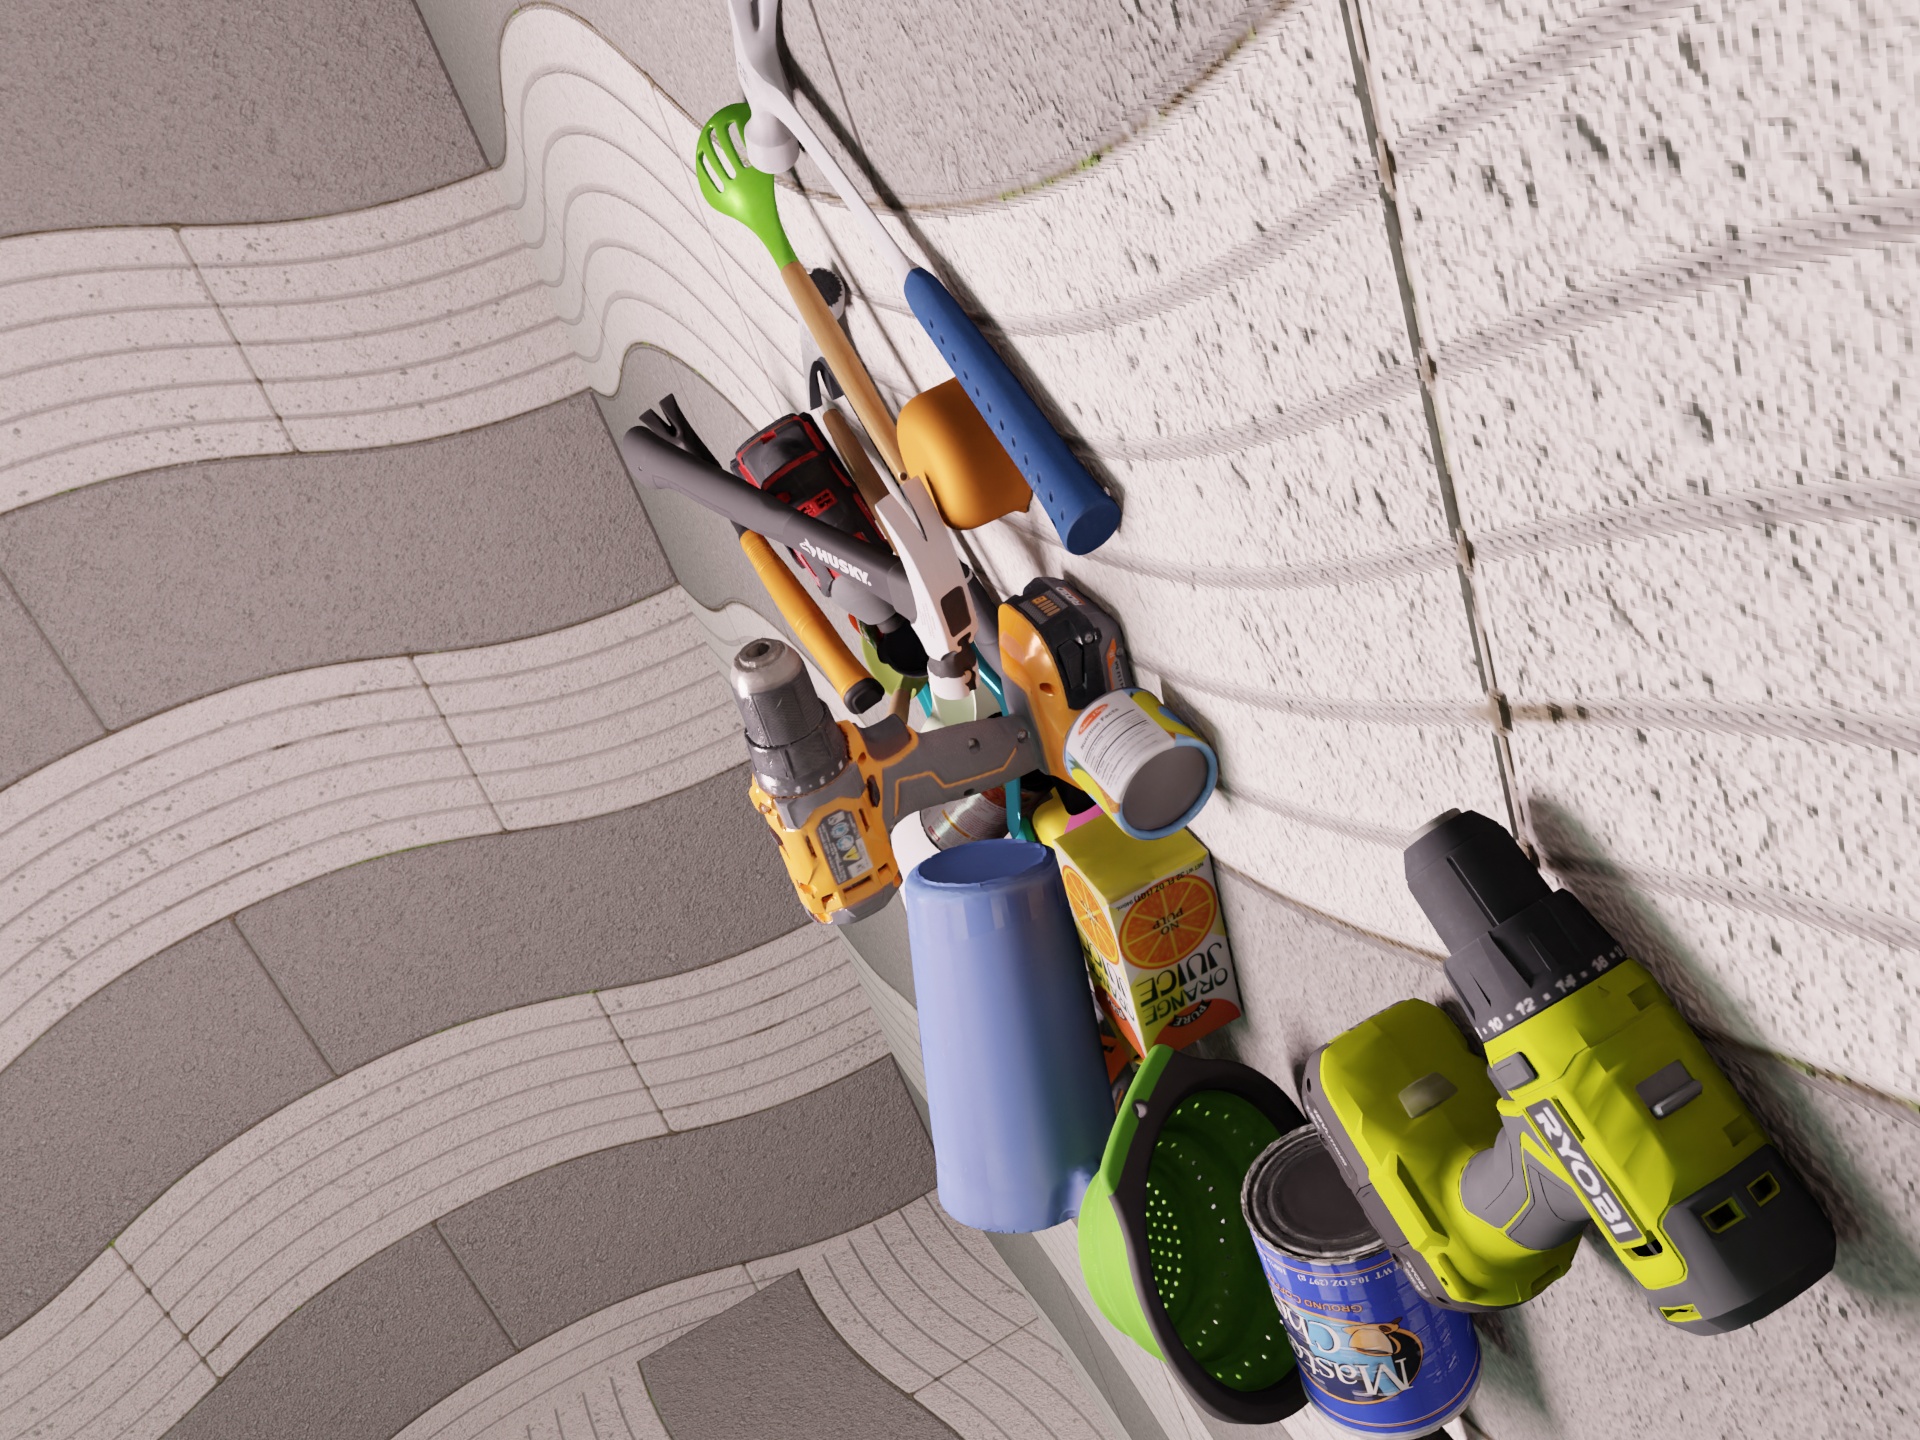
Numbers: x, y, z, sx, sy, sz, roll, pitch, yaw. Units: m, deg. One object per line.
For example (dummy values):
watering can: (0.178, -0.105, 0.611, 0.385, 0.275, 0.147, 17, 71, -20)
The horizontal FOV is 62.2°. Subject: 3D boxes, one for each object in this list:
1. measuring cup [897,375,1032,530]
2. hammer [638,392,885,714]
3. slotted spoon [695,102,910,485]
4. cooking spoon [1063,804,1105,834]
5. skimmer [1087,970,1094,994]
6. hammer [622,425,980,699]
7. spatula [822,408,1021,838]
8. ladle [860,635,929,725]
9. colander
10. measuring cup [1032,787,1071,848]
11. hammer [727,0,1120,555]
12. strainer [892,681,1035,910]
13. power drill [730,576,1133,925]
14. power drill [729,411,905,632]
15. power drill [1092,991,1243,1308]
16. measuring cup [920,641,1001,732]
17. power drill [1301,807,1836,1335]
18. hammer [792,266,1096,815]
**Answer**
measuring cup: (-0.014, -0.160, 0.982, 0.095, 0.052, 0.174, 66, 165, -12)
hammer: (-0.153, -0.127, 1.261, 0.337, 0.034, 0.127, 53, 178, 35)
slotted spoon: (-0.100, -0.281, 1.057, 0.031, 0.070, 0.314, -10, -112, -60)
cooking spoon: (0.077, 0.208, 1.153, 0.069, 0.017, 0.318, -144, 57, -61)
skimmer: (0.139, 0.304, 1.238, 0.364, 0.090, 0.127, -142, 57, -59)
hammer: (-0.119, -0.135, 1.051, 0.335, 0.035, 0.146, 30, 147, 37)
spatula: (-0.022, -0.071, 1.065, 0.317, 0.044, 0.082, 60, 173, 9)
ladle: (-0.060, -0.006, 1.238, 0.320, 0.062, 0.078, -85, -18, -67)
colander: (0.189, 0.374, 0.984, 0.094, 0.205, 0.397, -25, 112, 42)
measuring cup: (0.051, 0.045, 1.195, 0.156, 0.029, 0.062, 59, 167, 11)
hammer: (-0.031, -0.256, 0.896, 0.406, 0.035, 0.144, 57, 167, 24)
strainer: (-0.022, 0.081, 1.321, 0.210, 0.095, 0.341, 90, 160, -50)
power drill: (-0.017, -0.002, 0.915, 0.084, 0.226, 0.185, 47, 160, 52)
power drill: (-0.102, -0.150, 1.206, 0.143, 0.078, 0.220, 56, 180, -25)
power drill: (0.137, 0.324, 1.151, 0.227, 0.084, 0.164, 45, 119, 50)
measuring cup: (-0.002, -0.004, 1.216, 0.083, 0.038, 0.167, 67, 157, 20)
power drill: (0.216, 0.147, 0.635, 0.191, 0.080, 0.228, 59, 164, 18)
hammer: (-0.013, -0.115, 1.117, 0.409, 0.036, 0.149, 61, 169, 10)
